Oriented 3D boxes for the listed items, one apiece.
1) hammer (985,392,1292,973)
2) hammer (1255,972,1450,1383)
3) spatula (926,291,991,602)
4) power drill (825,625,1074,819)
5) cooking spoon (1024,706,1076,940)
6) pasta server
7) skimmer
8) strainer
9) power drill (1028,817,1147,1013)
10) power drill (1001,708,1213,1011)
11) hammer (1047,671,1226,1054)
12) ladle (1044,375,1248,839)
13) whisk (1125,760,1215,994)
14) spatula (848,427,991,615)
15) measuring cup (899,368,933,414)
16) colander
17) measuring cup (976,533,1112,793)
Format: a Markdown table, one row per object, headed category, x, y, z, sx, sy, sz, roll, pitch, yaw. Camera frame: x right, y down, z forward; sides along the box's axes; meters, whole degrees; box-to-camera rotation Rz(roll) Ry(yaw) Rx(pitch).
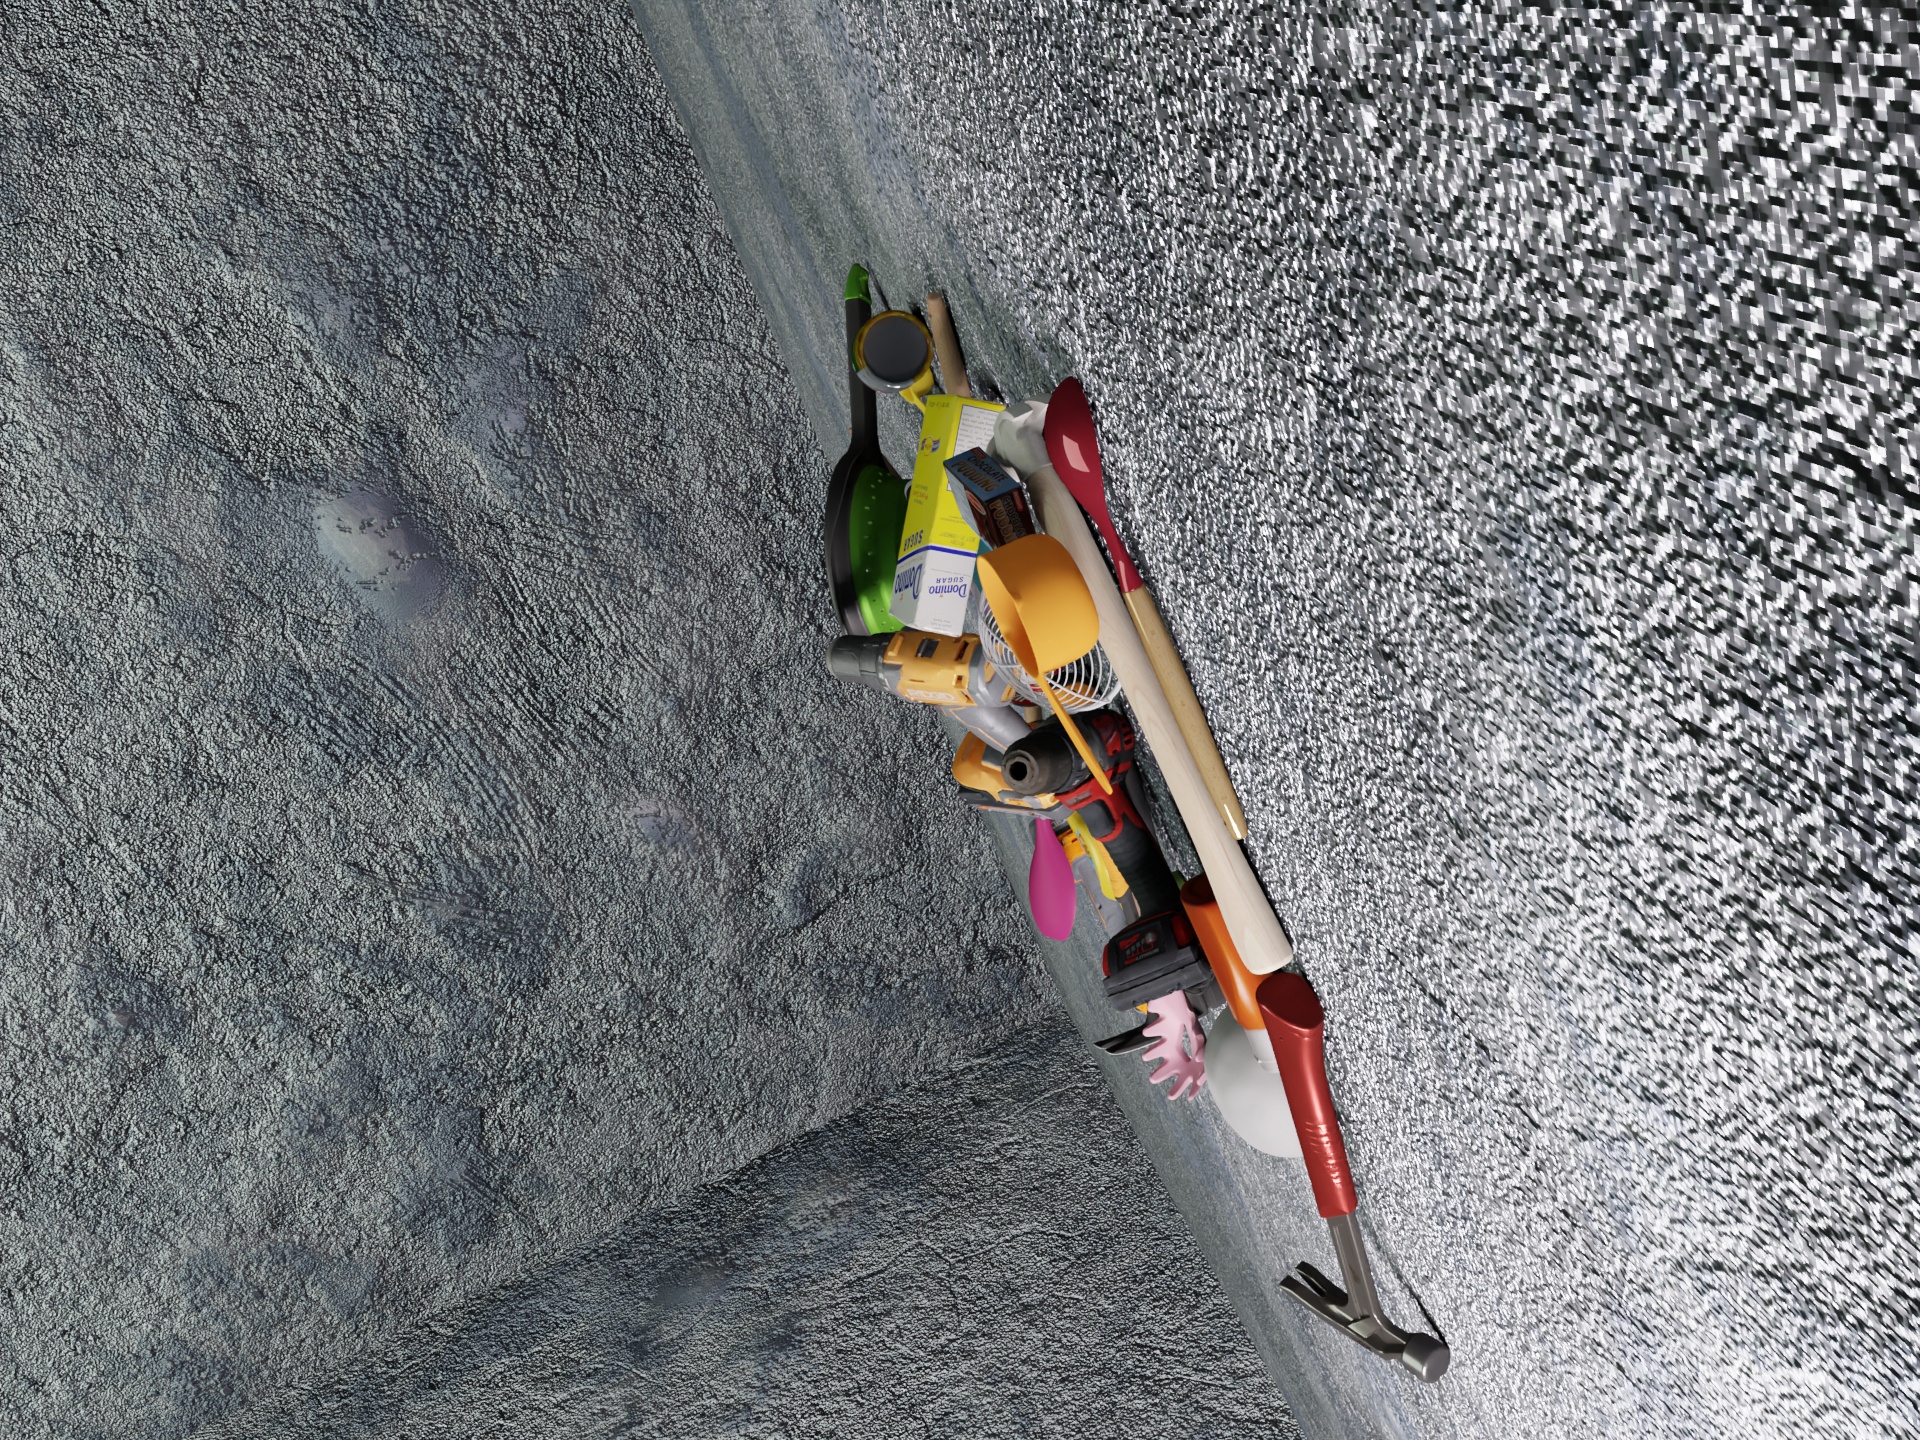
| category | x | y | z | sx | sy | sz | roll | pitch | yaw |
| --- | --- | --- | --- | --- | --- | --- | --- | --- | --- |
| hammer | 0.123 | -0.021 | 1.056 | 0.410 | 0.038 | 0.146 | 64 | 175 | 0 |
| hammer | 0.261 | 0.326 | 1.154 | 0.149 | 0.037 | 0.358 | 21 | 138 | 51 |
| spatula | 0.001 | -0.225 | 1.326 | 0.082 | 0.044 | 0.317 | 57 | 171 | 36 |
| power drill | -0.002 | -0.004 | 1.404 | 0.185 | 0.084 | 0.226 | 6 | 151 | 36 |
| cooking spoon | 0.079 | 0.066 | 1.583 | 0.069 | 0.017 | 0.319 | 7 | 106 | 49 |
| pasta server | 0.150 | 0.159 | 1.319 | 0.060 | 0.040 | 0.316 | -12 | 96 | 48 |
| skimmer | 0.033 | -0.125 | 1.283 | 0.364 | 0.090 | 0.127 | -116 | 14 | -57 |
| strainer | 0.211 | 0.244 | 1.275 | 0.256 | 0.069 | 0.151 | 62 | 175 | 19 |
| power drill | 0.159 | 0.202 | 1.647 | 0.227 | 0.084 | 0.164 | 59 | 175 | 23 |
| power drill | 0.113 | 0.099 | 1.202 | 0.188 | 0.080 | 0.227 | -13 | -103 | -65 |
| hammer | 0.130 | 0.120 | 1.374 | 0.034 | 0.127 | 0.336 | 11 | 121 | 67 |
| ladle | 0.116 | -0.060 | 0.979 | 0.315 | 0.031 | 0.069 | 64 | 177 | -18 |
| whisk | 0.164 | 0.123 | 1.347 | 0.055 | 0.055 | 0.239 | -139 | 29 | -80 |
| spatula | -0.014 | -0.172 | 1.623 | 0.315 | 0.018 | 0.060 | 52 | 177 | -16 |
| measuring cup | -0.018 | -0.282 | 1.424 | 0.157 | 0.029 | 0.062 | 51 | 172 | 19 |
| colander | -0.054 | -0.237 | 1.498 | 0.204 | 0.094 | 0.397 | 5 | -98 | -73 |
| measuring cup | 0.072 | -0.039 | 1.012 | 0.174 | 0.052 | 0.095 | 61 | 173 | 8 |
